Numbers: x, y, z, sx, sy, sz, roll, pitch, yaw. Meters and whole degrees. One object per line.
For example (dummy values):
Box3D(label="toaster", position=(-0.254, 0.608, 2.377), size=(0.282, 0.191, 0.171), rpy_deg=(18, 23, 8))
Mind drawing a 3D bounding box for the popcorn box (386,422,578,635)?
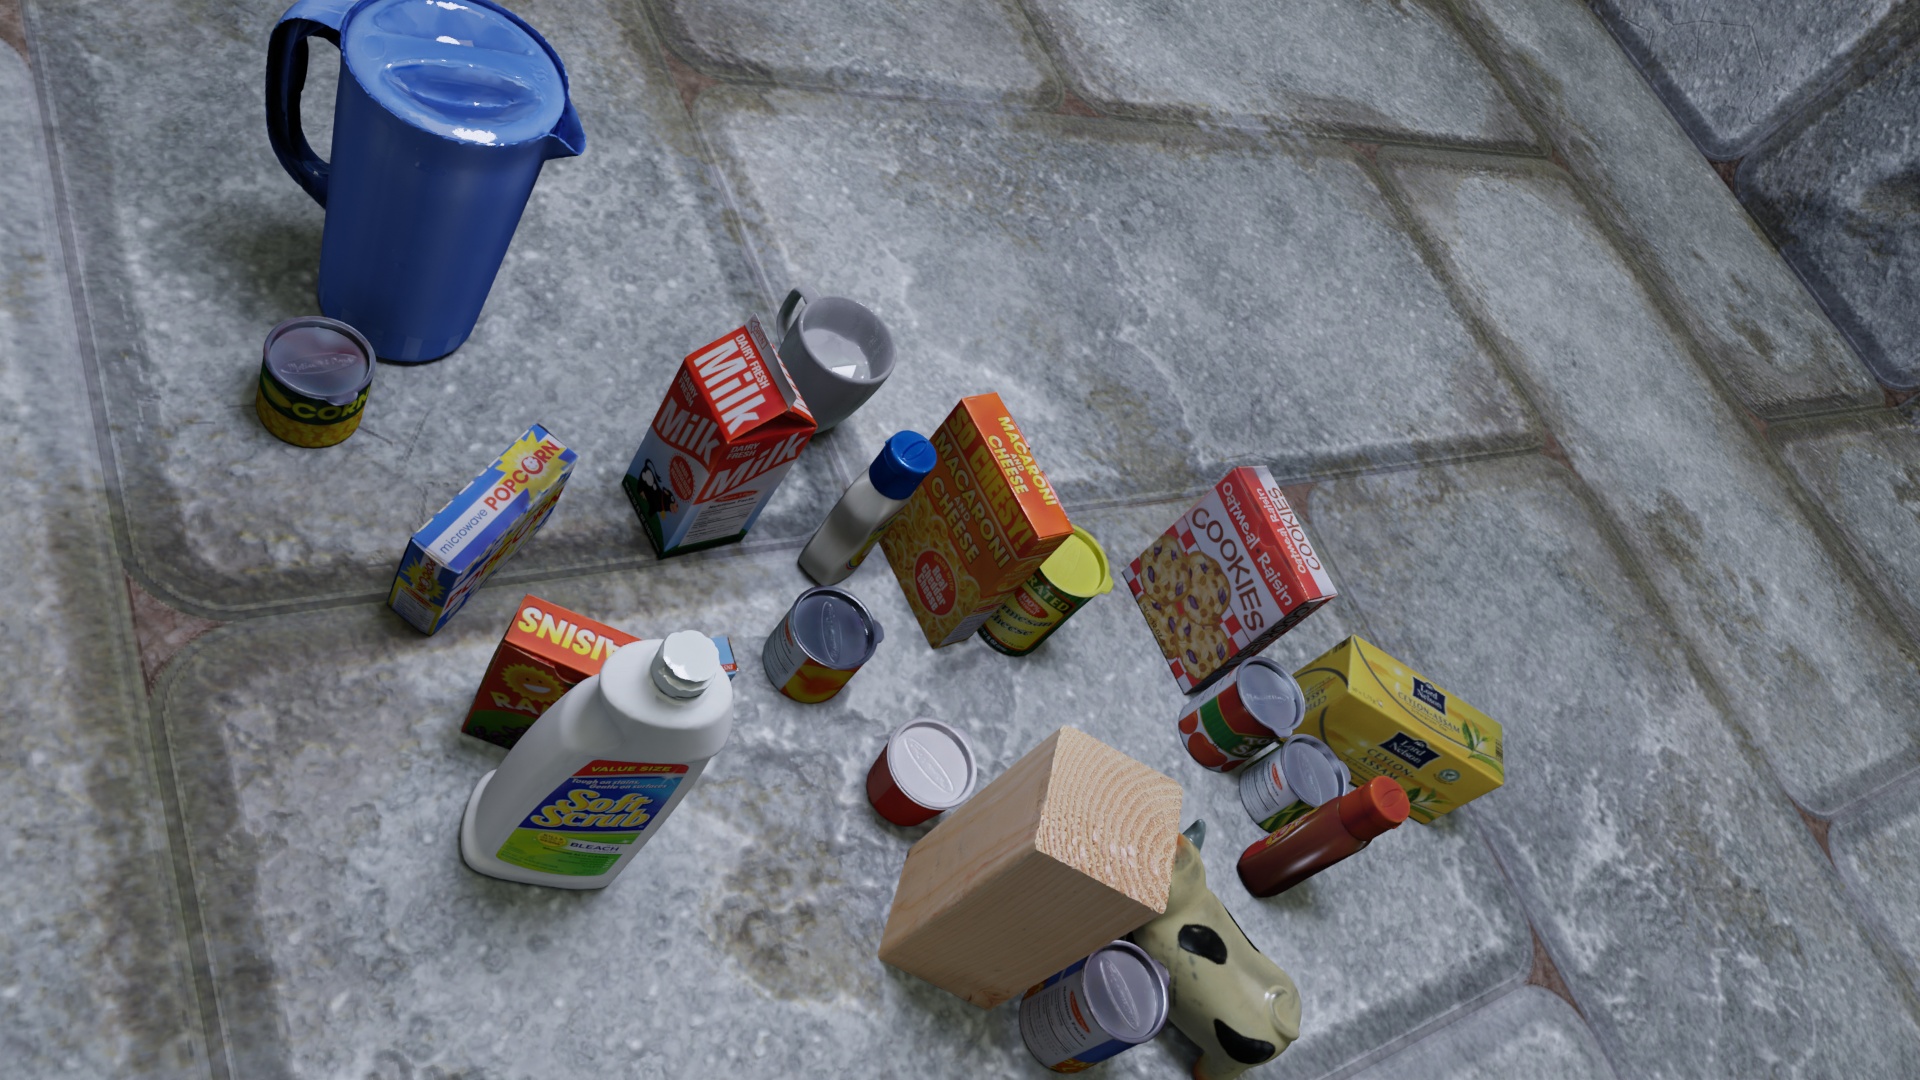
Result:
Box3D(label="popcorn box", position=(-0.307, -0.008, 0.894), size=(0.038, 0.084, 0.127), rpy_deg=(37, 46, -5))

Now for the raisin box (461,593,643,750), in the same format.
Box3D(label="raisin box", position=(-0.243, 0.091, 0.838), size=(0.086, 0.122, 0.040), rpy_deg=(25, 49, -15))

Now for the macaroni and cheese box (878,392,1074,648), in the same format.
Box3D(label="macaroni and cheese box", position=(0.004, -0.013, 1.040), size=(0.040, 0.165, 0.124), rpy_deg=(-13, 66, -38))

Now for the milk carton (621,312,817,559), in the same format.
Box3D(label="milk carton", position=(-0.162, -0.071, 0.959), size=(0.074, 0.189, 0.072), rpy_deg=(-14, 67, -39))

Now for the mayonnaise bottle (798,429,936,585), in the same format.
Box3D(label="mayonnaise bottle", position=(-0.066, -0.024, 1.016), size=(0.041, 0.147, 0.065), rpy_deg=(46, 46, 4))

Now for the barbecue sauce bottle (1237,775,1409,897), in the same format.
Box3D(label="barbecue sauce bottle", position=(0.278, 0.224, 1.056), size=(0.065, 0.147, 0.044), rpy_deg=(-18, 70, -40))

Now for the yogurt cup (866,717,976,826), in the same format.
Box3D(label="yogurt cup", position=(-0.030, 0.164, 0.969), size=(0.072, 0.053, 0.073), rpy_deg=(17, 51, -22))

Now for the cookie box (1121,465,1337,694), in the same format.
Box3D(label="cookie box", position=(0.216, 0.034, 1.140), size=(0.040, 0.166, 0.123), rpy_deg=(-8, 64, -36))

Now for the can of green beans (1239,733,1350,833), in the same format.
Box3D(label="can of green beans", position=(0.271, 0.200, 1.132), size=(0.071, 0.057, 0.071), rpy_deg=(17, 51, -22))

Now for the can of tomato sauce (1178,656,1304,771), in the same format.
Box3D(label="can of tomato sauce", position=(0.228, 0.144, 1.127), size=(0.071, 0.082, 0.071), rpy_deg=(17, 51, -22))

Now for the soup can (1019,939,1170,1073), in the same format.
Box3D(label="soup can", position=(0.090, 0.309, 0.920), size=(0.071, 0.083, 0.072), rpy_deg=(17, 51, -22))

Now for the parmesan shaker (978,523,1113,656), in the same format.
Box3D(label="parmesan shaker", position=(0.063, 0.041, 1.082), size=(0.071, 0.102, 0.071), rpy_deg=(17, 51, -22))

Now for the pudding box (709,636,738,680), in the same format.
Box3D(label="pudding box", position=(-0.196, 0.090, 0.919), size=(0.084, 0.049, 0.030), rpy_deg=(-5, 62, -35))

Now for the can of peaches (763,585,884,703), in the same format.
Box3D(label="can of peaches", position=(-0.098, 0.075, 0.987), size=(0.071, 0.057, 0.071), rpy_deg=(17, 51, -22))

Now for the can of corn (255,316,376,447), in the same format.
Box3D(label="can of corn", position=(-0.421, -0.101, 0.907), size=(0.071, 0.058, 0.071), rpy_deg=(17, 51, -22))
